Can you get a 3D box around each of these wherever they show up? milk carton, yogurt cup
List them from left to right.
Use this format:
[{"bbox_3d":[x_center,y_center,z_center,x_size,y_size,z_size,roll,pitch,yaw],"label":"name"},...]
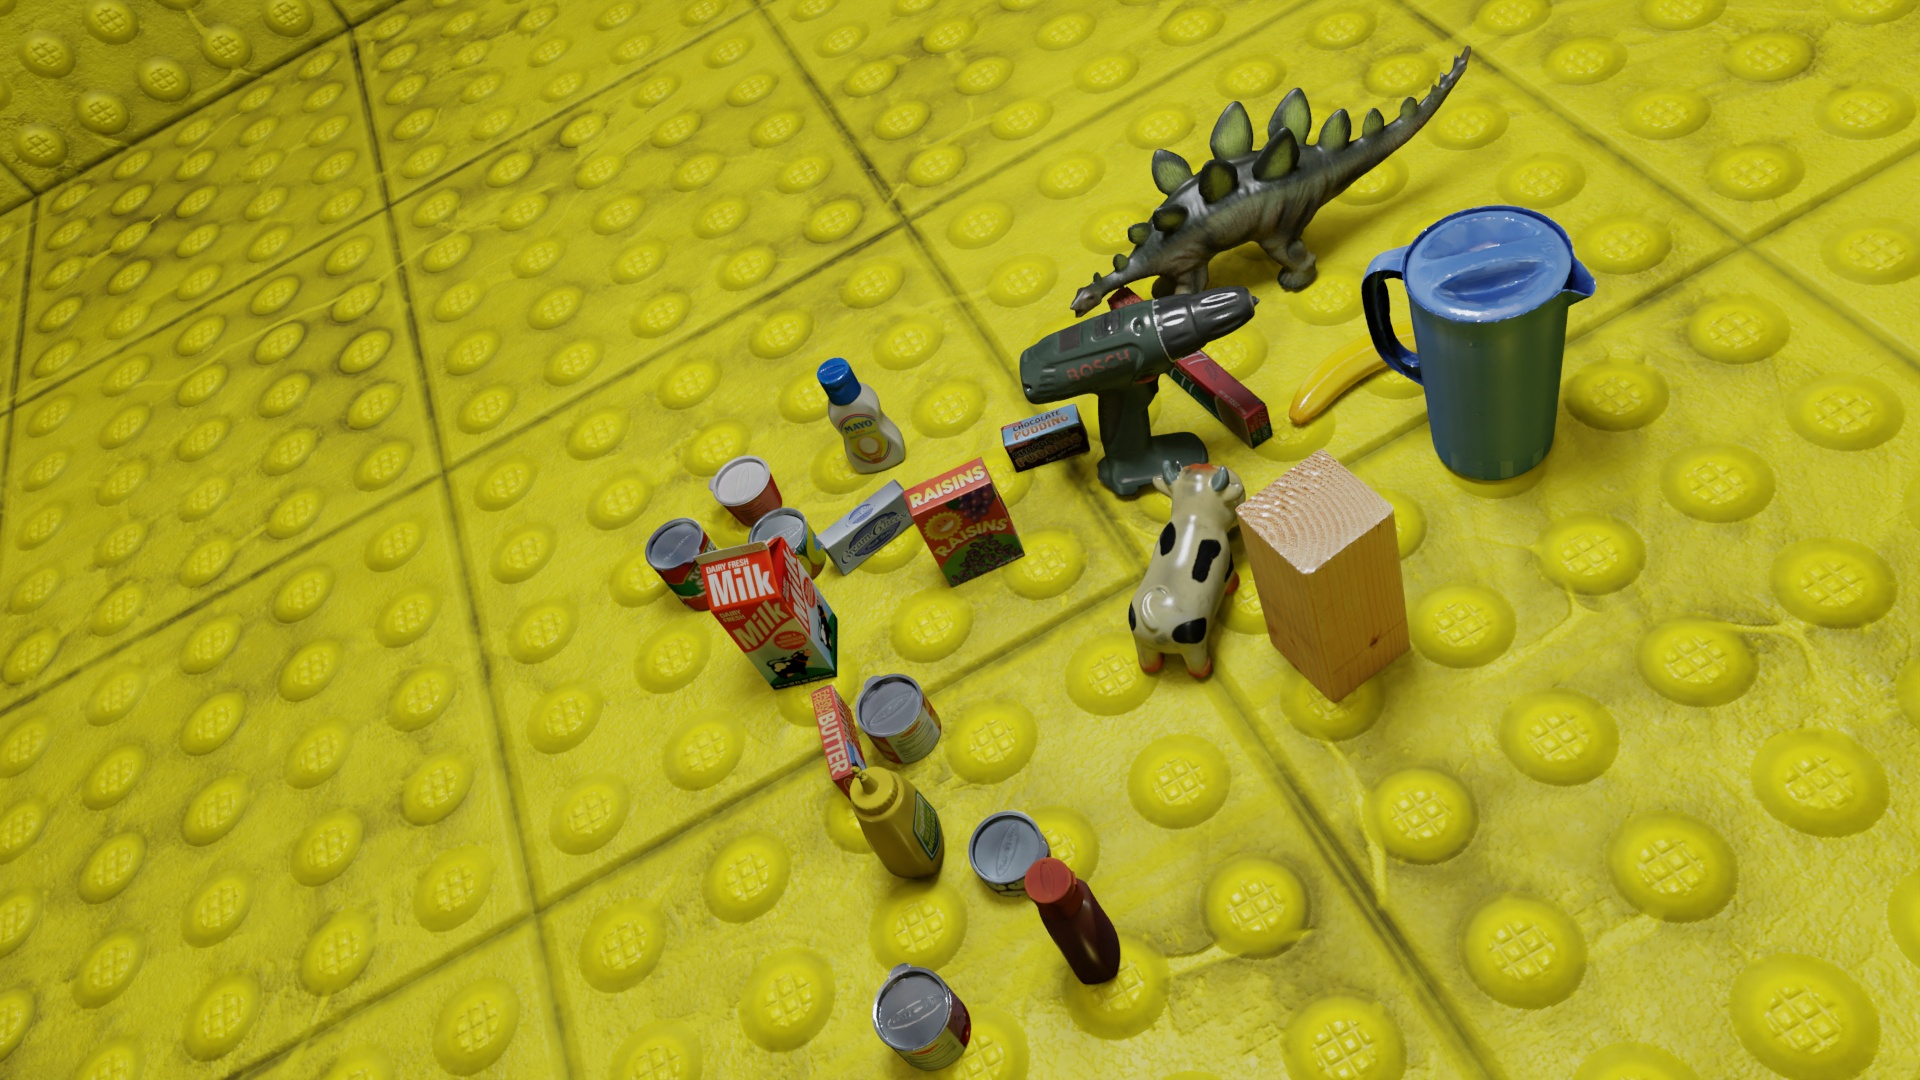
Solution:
[{"bbox_3d":[-0.232,-0.052,1.532,0.072,0.053,0.073,-11,51,14],"label":"yogurt cup"},{"bbox_3d":[-0.184,0.061,1.338,0.072,0.189,0.074,-14,51,12],"label":"milk carton"}]

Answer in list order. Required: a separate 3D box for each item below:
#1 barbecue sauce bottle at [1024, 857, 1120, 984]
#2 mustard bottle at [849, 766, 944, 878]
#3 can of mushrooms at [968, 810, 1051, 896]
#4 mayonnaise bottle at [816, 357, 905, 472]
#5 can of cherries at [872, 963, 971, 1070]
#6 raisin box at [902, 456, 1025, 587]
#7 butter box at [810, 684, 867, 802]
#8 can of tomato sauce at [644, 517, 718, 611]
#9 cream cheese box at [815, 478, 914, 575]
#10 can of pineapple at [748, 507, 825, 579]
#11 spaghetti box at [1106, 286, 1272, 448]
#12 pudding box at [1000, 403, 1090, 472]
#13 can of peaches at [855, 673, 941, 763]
[{"bbox_3d":[0.087,0.292,1.082,0.043,0.148,0.065,-17,50,9],"label":"barbecue sauce bottle"},{"bbox_3d":[-0.058,0.232,1.178,0.049,0.159,0.065,-10,52,15],"label":"mustard bottle"},{"bbox_3d":[0.045,0.269,1.192,0.071,0.033,0.071,-11,51,14],"label":"can of mushrooms"},{"bbox_3d":[-0.110,-0.133,1.485,0.065,0.147,0.041,-16,51,10],"label":"mayonnaise bottle"},{"bbox_3d":[-0.031,0.383,1.118,0.071,0.058,0.072,-11,51,14],"label":"can of cherries"},{"bbox_3d":[0.005,-0.017,1.367,0.086,0.123,0.040,-23,50,4],"label":"raisin box"},{"bbox_3d":[-0.111,0.190,1.301,0.024,0.053,0.104,-24,49,4],"label":"butter box"},{"bbox_3d":[-0.284,0.027,1.474,0.071,0.082,0.071,-11,52,14],"label":"can of tomato sauce"},{"bbox_3d":[-0.096,-0.013,1.449,0.104,0.053,0.024,-37,50,-8],"label":"cream cheese box"},{"bbox_3d":[-0.182,0.010,1.463,0.071,0.057,0.071,-11,51,14],"label":"can of pineapple"},{"bbox_3d":[0.236,-0.185,1.452,0.029,0.050,0.251,-35,50,-6],"label":"spaghetti box"},{"bbox_3d":[0.089,-0.107,1.451,0.083,0.049,0.030,-17,50,9],"label":"pudding box"},{"bbox_3d":[-0.058,0.165,1.296,0.071,0.057,0.071,-11,51,14],"label":"can of peaches"}]
